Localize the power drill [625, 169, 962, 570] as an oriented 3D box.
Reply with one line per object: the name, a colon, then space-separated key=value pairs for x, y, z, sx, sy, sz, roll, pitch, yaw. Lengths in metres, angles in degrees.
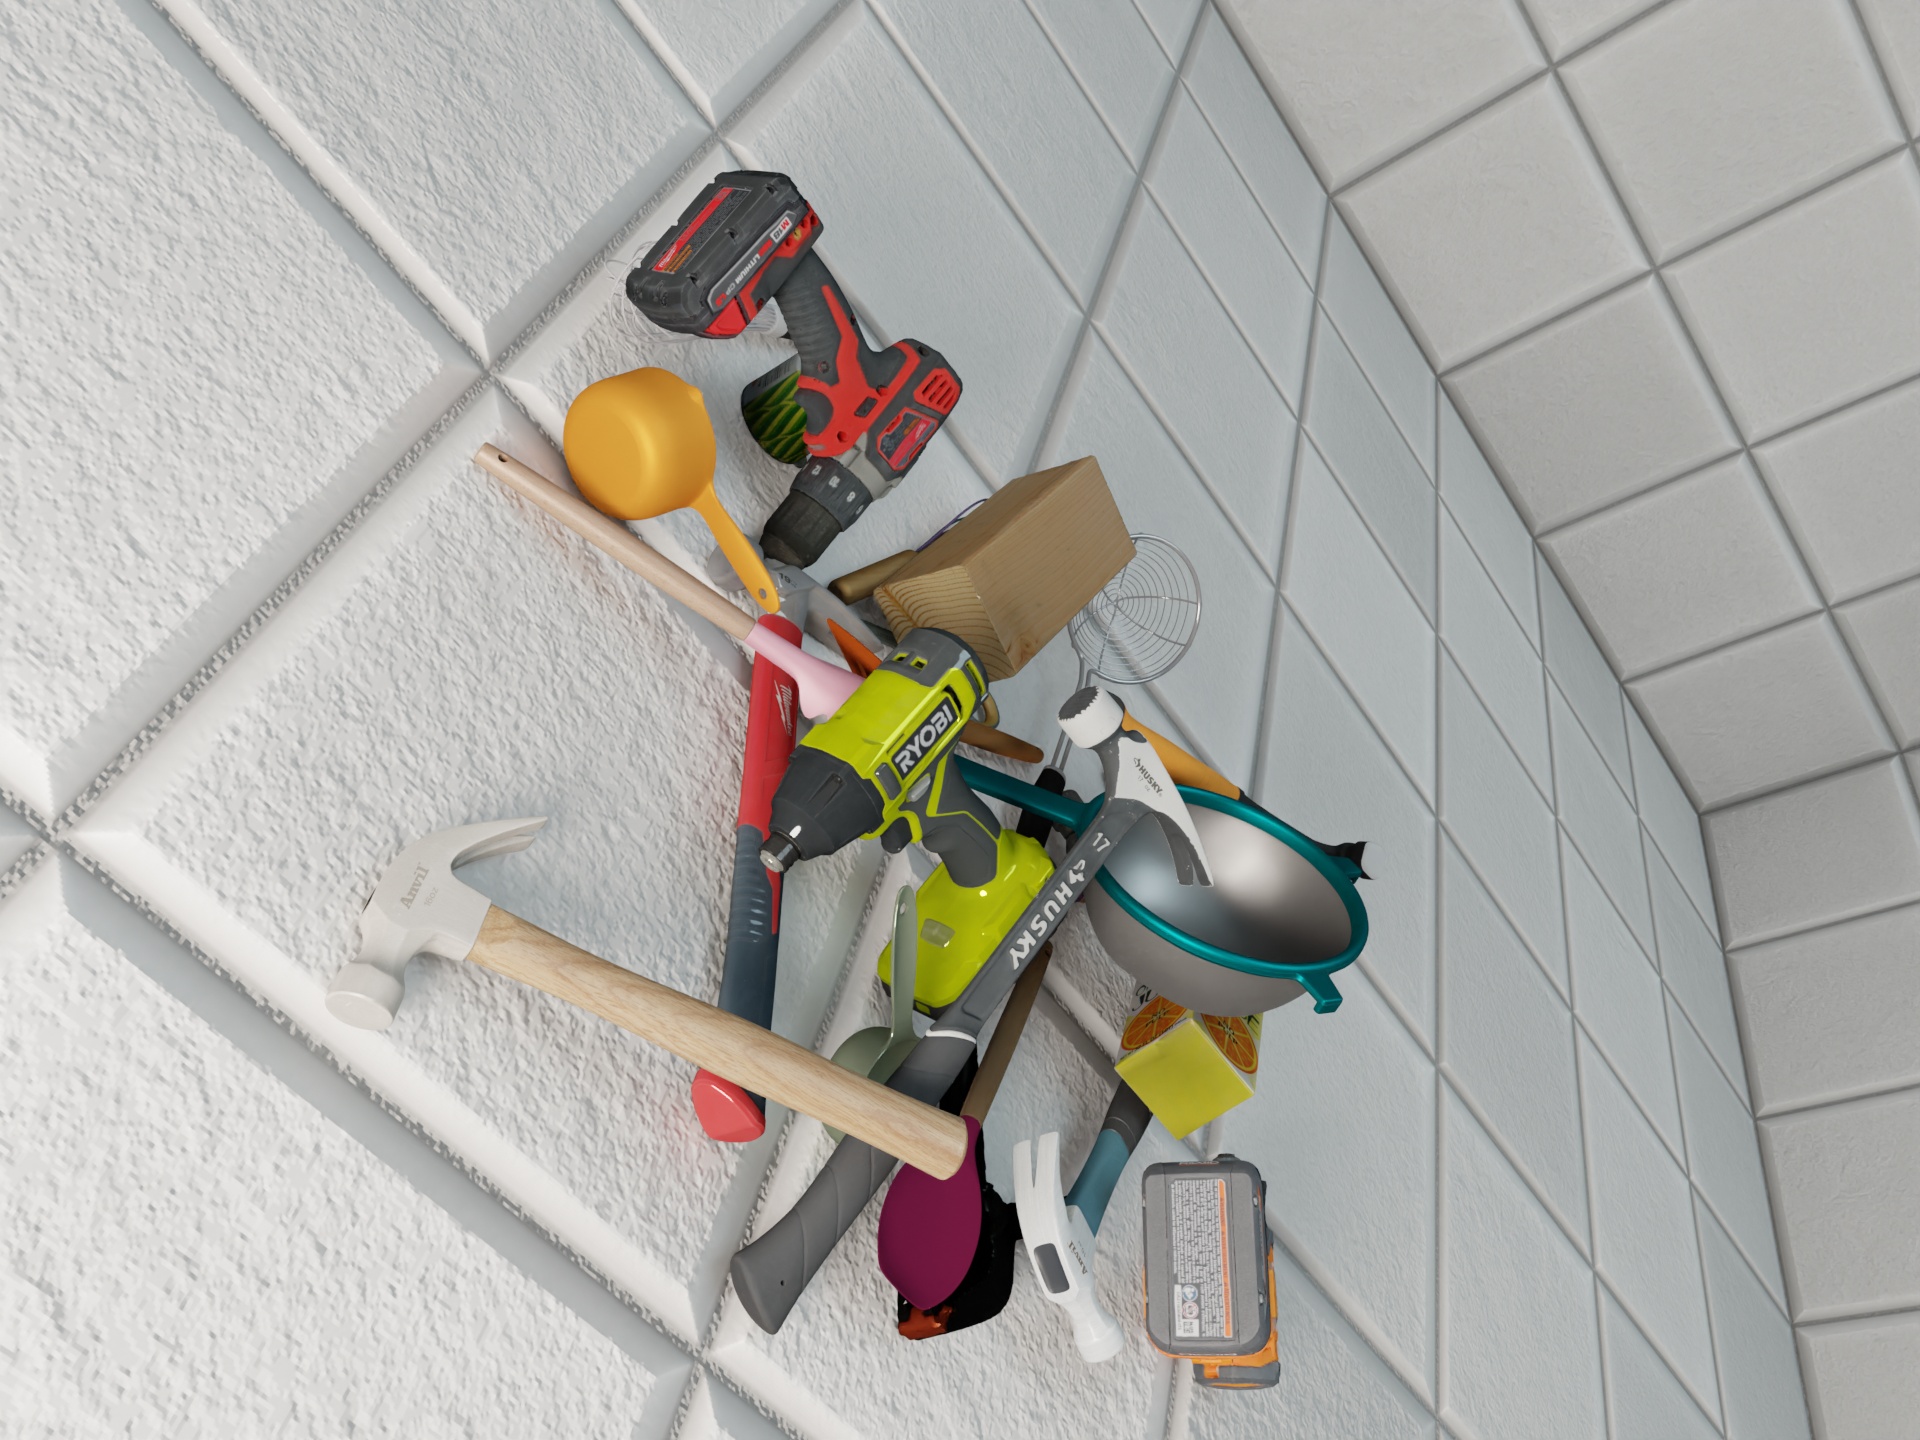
power drill: x=-0.114 y=-0.222 z=1.043 sx=0.188 sy=0.080 sz=0.226 roll=-52 pitch=131 yaw=-10

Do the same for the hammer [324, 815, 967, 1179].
hammer: x=-0.137 y=0.152 z=0.800 sx=0.331 sy=0.031 sz=0.130 roll=29 pitch=44 yaw=-20

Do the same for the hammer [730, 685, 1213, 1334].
hammer: x=0.009 y=0.170 z=0.918 sx=0.149 sy=0.036 sz=0.409 roll=50 pitch=63 yaw=-20

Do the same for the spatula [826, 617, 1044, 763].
spatula: x=-0.002 y=-0.004 z=1.132 sx=0.081 sy=0.041 sz=0.322 roll=41 pitch=9 yaw=26

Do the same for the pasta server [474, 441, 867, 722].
pasta server: x=-0.153 y=-0.065 z=0.954 sx=0.316 sy=0.040 sz=0.060 roll=34 pitch=46 yaw=-17

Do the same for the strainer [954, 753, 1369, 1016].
strainer: x=0.111 y=0.115 z=1.124 sx=0.340 sy=0.095 sz=0.211 roll=22 pitch=28 yaw=8

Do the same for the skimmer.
skimmer: x=0.109 y=-0.007 z=1.254 sx=0.127 sy=0.090 sz=0.364 roll=47 pitch=41 yaw=-23

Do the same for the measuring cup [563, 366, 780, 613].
measuring cup: x=-0.172 y=-0.129 z=0.949 sx=0.173 sy=0.095 sz=0.052 roll=55 pitch=40 yaw=5

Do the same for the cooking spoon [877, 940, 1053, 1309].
cooking spoon: x=0.013 y=0.237 z=1.002 sx=0.068 sy=0.017 sz=0.319 roll=47 pitch=33 yaw=-11

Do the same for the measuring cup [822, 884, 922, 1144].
measuring cup: x=-0.048 y=0.174 z=0.931 sx=0.083 sy=0.038 sz=0.167 roll=-9 pitch=106 yaw=-52

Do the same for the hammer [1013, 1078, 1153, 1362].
hammer: x=0.111 y=0.294 z=1.117 sx=0.128 sy=0.033 sz=0.331 roll=63 pitch=24 yaw=-6

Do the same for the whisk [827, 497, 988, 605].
whisk: x=-0.026 y=-0.122 z=1.225 sx=0.051 sy=0.047 sz=0.245 roll=57 pitch=36 yaw=2

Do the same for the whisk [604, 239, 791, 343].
whisk: x=-0.152 y=-0.292 z=1.137 sx=0.284 sy=0.070 sz=0.070 roll=-10 pitch=78 yaw=-62

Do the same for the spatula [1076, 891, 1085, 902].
spatula: x=0.106 y=0.135 z=1.266 sx=0.315 sy=0.018 sz=0.060 roll=11 pitch=59 yaw=-52

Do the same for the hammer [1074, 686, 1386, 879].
hammer: x=0.200 y=0.056 z=1.281 sx=0.336 sy=0.127 sz=0.034 roll=31 pitch=69 yaw=-37

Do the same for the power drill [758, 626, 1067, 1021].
power drill: x=-0.026 y=0.077 z=0.967 sx=0.171 sy=0.080 sz=0.223 roll=-49 pitch=135 yaw=-24

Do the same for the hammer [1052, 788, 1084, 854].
hammer: x=0.200 y=0.119 z=1.375 sx=0.359 sy=0.036 sz=0.149 roll=-1 pitch=53 yaw=-58

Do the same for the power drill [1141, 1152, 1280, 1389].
power drill: x=0.178 y=0.367 z=1.097 sx=0.226 sy=0.084 sz=0.164 roll=60 pitch=28 yaw=-60

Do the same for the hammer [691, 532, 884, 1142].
hammer: x=-0.110 y=0.070 z=0.973 sx=0.143 sy=0.038 sz=0.387 roll=36 pitch=42 yaw=-41
